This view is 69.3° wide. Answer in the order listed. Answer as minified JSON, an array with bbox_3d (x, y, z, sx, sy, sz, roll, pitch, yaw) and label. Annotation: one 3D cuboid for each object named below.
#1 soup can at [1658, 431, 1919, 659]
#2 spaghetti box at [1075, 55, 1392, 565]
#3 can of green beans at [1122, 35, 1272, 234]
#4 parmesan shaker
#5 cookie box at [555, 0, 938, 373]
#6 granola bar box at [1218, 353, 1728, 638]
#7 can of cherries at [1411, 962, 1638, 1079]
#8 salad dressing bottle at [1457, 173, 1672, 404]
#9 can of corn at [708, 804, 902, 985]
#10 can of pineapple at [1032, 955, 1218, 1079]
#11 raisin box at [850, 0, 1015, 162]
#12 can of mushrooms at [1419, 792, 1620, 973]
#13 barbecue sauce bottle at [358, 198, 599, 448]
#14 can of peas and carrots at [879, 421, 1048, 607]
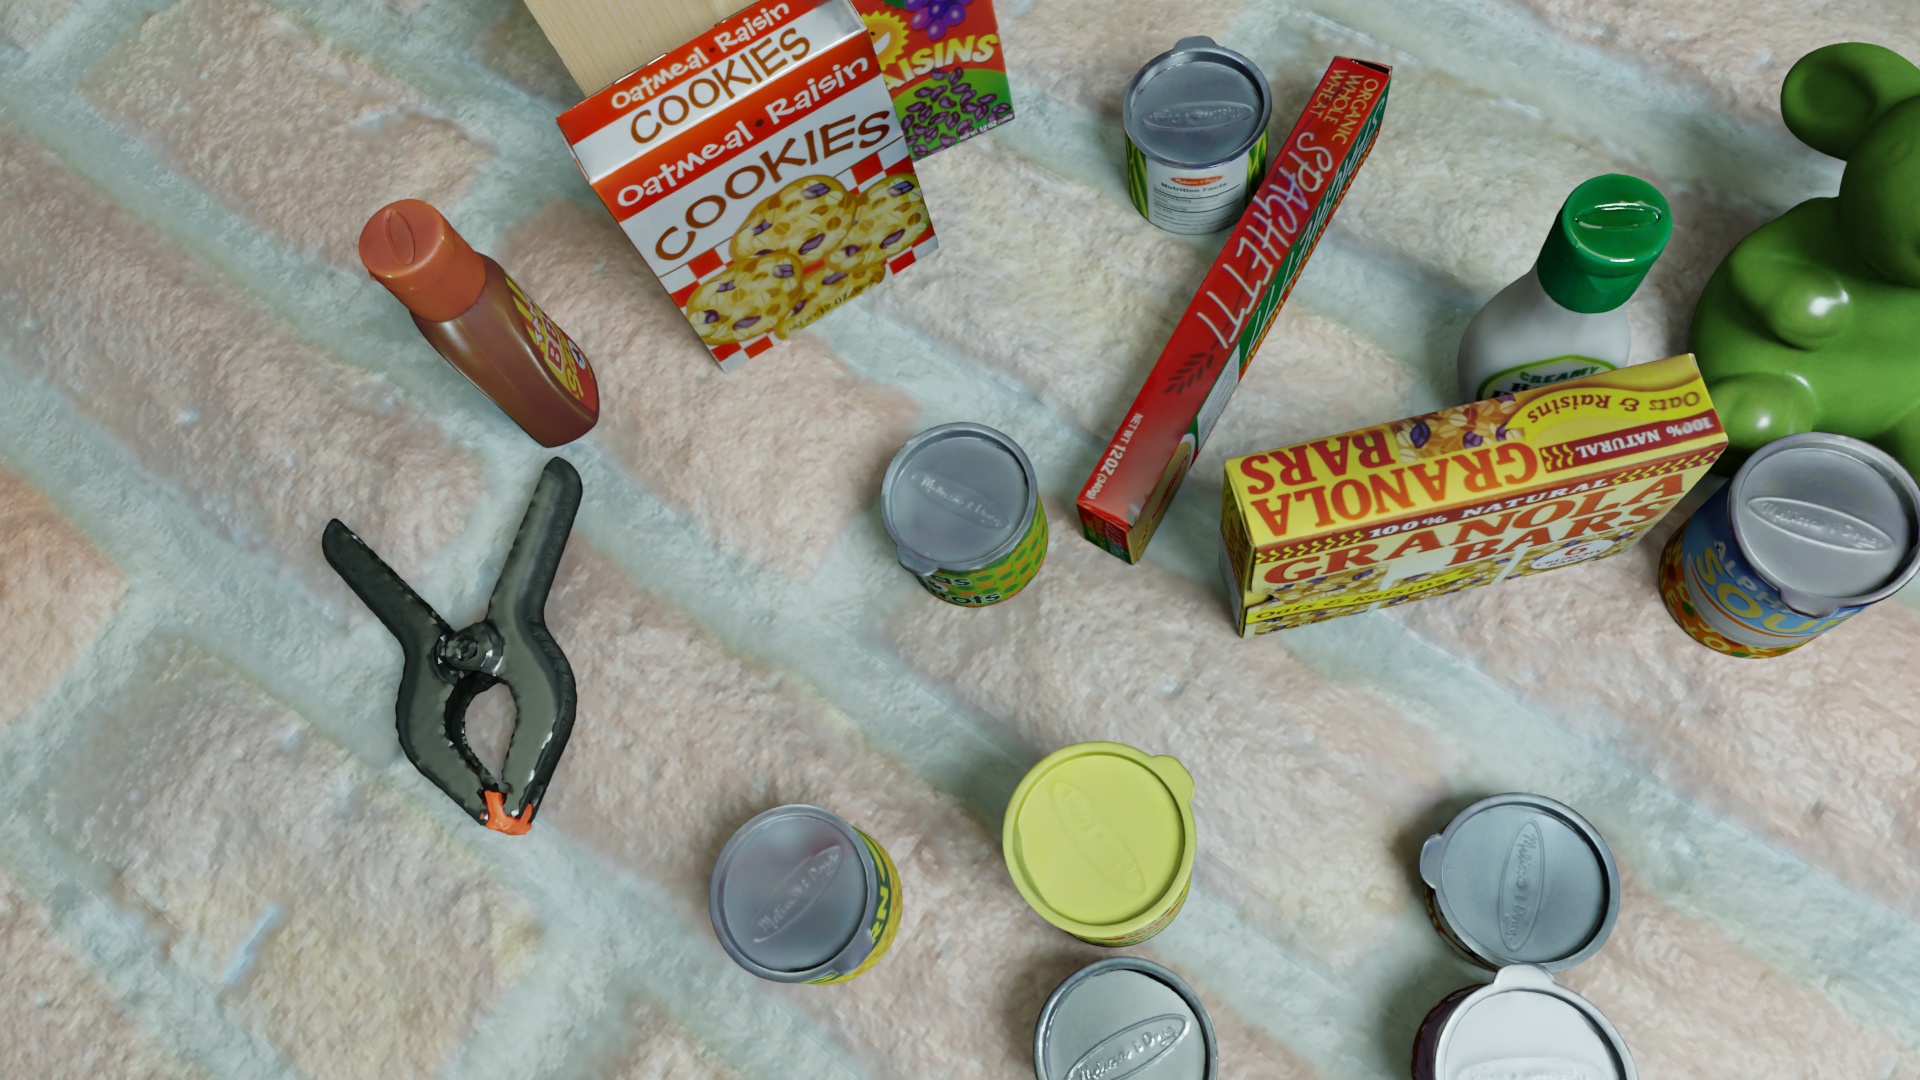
[{"bbox_3d":[0.313,0.007,0.530,0.071,0.083,0.071,-3,71,8],"label":"soup can"},{"bbox_3d":[0.124,-0.105,0.618,0.029,0.050,0.250,27,77,17],"label":"spaghetti box"},{"bbox_3d":[0.110,-0.185,0.645,0.071,0.057,0.071,-3,71,8],"label":"can of green beans"},{"bbox_3d":[0.057,0.116,0.522,0.071,0.103,0.071,-3,71,8],"label":"parmesan shaker"},{"bbox_3d":[-0.084,-0.153,0.606,0.123,0.167,0.040,-31,69,-2],"label":"cookie box"},{"bbox_3d":[0.186,-0.011,0.535,0.165,0.124,0.039,-13,70,4],"label":"granola bar box"},{"bbox_3d":[0.200,0.189,0.497,0.071,0.058,0.071,-3,71,8],"label":"can of cherries"},{"bbox_3d":[0.235,-0.087,0.542,0.064,0.147,0.044,-1,71,9],"label":"salad dressing bottle"},{"bbox_3d":[-0.058,0.145,0.555,0.071,0.058,0.071,-3,71,8],"label":"can of corn"},{"bbox_3d":[0.063,0.193,0.518,0.071,0.057,0.071,-3,71,8],"label":"can of pineapple"},{"bbox_3d":[-0.026,-0.232,0.648,0.086,0.123,0.040,-23,69,1],"label":"raisin box"},{"bbox_3d":[0.210,0.131,0.530,0.071,0.033,0.071,-3,70,8],"label":"can of mushrooms"},{"bbox_3d":[-0.210,-0.096,0.616,0.044,0.148,0.065,-26,69,0],"label":"barbecue sauce bottle"},{"bbox_3d":[0.002,-0.008,0.599,0.071,0.058,0.071,-3,71,8],"label":"can of peas and carrots"}]
